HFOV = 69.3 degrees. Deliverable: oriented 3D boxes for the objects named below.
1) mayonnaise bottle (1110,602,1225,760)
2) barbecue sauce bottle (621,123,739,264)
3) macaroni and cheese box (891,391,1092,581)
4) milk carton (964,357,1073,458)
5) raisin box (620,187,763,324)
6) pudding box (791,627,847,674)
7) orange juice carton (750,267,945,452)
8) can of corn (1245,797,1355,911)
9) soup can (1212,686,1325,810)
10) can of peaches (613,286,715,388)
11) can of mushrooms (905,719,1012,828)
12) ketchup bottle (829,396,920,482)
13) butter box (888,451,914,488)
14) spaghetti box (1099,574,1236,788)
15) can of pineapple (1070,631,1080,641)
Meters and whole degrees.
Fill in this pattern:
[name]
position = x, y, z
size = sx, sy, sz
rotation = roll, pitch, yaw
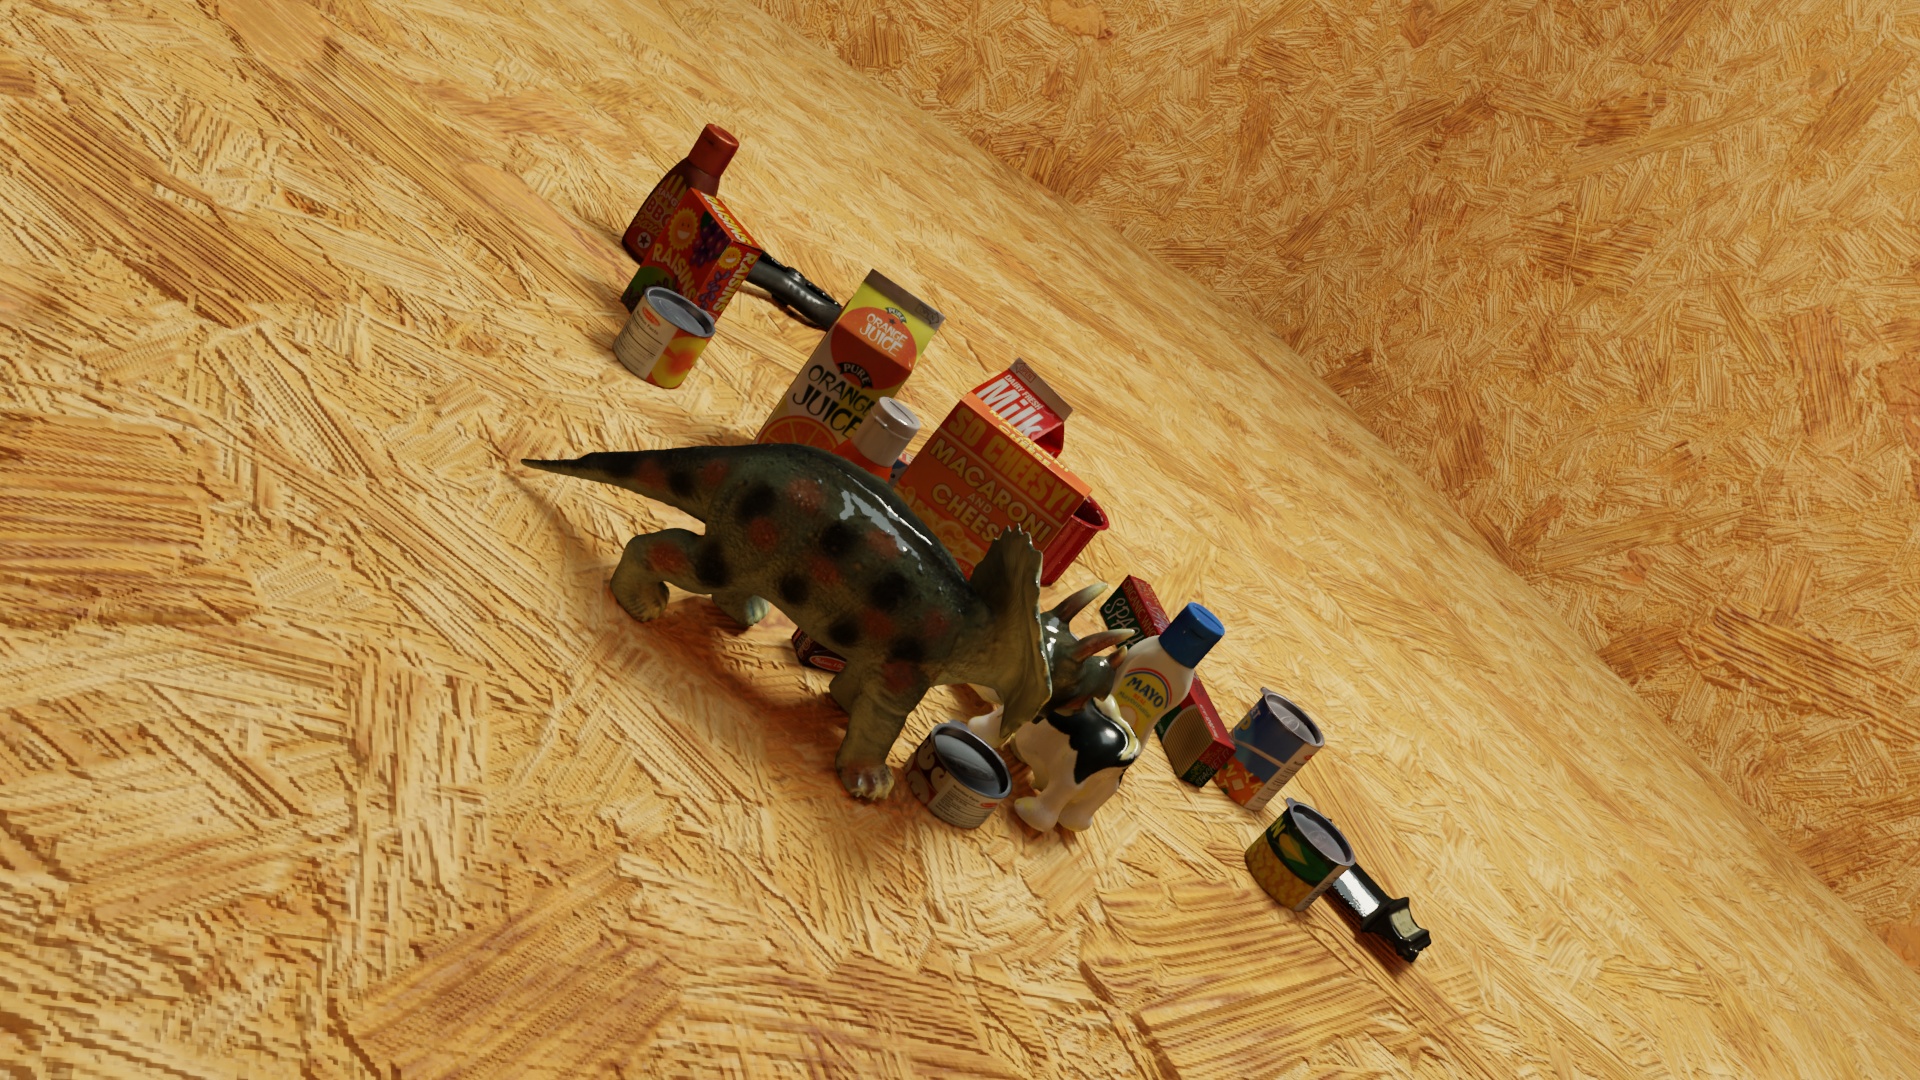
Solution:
[mayonnaise bottle]
position = 0.144, 0.112, 1.076
size = 0.065, 0.147, 0.041
rotation = 38, 20, 1
[barbecue sauce bottle]
position = -0.265, -0.328, 1.333
size = 0.065, 0.148, 0.044
rotation = 44, 21, 17
[macaroni and cheese box]
position = 0.004, -0.014, 1.086
size = 0.124, 0.166, 0.040
rotation = 39, 20, 3
[milk carton]
position = 0.016, -0.058, 1.164
size = 0.072, 0.190, 0.073
rotation = 46, 22, 21
[raisin box]
position = -0.236, -0.232, 1.215
size = 0.040, 0.123, 0.086
rotation = 11, 33, -51
[pudding box]
position = -0.069, 0.068, 0.963
size = 0.084, 0.049, 0.030
rotation = 20, 27, -39
[orange juice carton]
position = -0.095, -0.124, 1.121
size = 0.072, 0.192, 0.073
rotation = 34, 21, -11
[can of corn]
position = 0.269, 0.251, 1.114
size = 0.071, 0.058, 0.071
rotation = 32, 21, -14
[soup can]
position = 0.263, 0.182, 1.212
size = 0.071, 0.083, 0.071
rotation = 32, 21, -14
[can of peaches]
position = -0.246, -0.168, 1.158
size = 0.071, 0.058, 0.071
rotation = 32, 21, -14
[can of mushrooms]
position = -0.002, 0.154, 0.916
size = 0.071, 0.033, 0.071
rotation = 32, 21, -14
[ketchup bottle]
position = -0.085, -0.037, 1.017
size = 0.065, 0.148, 0.043
rotation = 44, 21, 17
[butter box]
position = -0.082, -0.067, 1.217
size = 0.103, 0.053, 0.024
rotation = 32, 21, -15
[spaghetti box]
position = 0.183, 0.120, 1.259
size = 0.028, 0.050, 0.251
rotation = 27, 23, -27
[can of pineapple]
position = 0.063, 0.100, 1.097
size = 0.071, 0.057, 0.071
rotation = 32, 21, -14
